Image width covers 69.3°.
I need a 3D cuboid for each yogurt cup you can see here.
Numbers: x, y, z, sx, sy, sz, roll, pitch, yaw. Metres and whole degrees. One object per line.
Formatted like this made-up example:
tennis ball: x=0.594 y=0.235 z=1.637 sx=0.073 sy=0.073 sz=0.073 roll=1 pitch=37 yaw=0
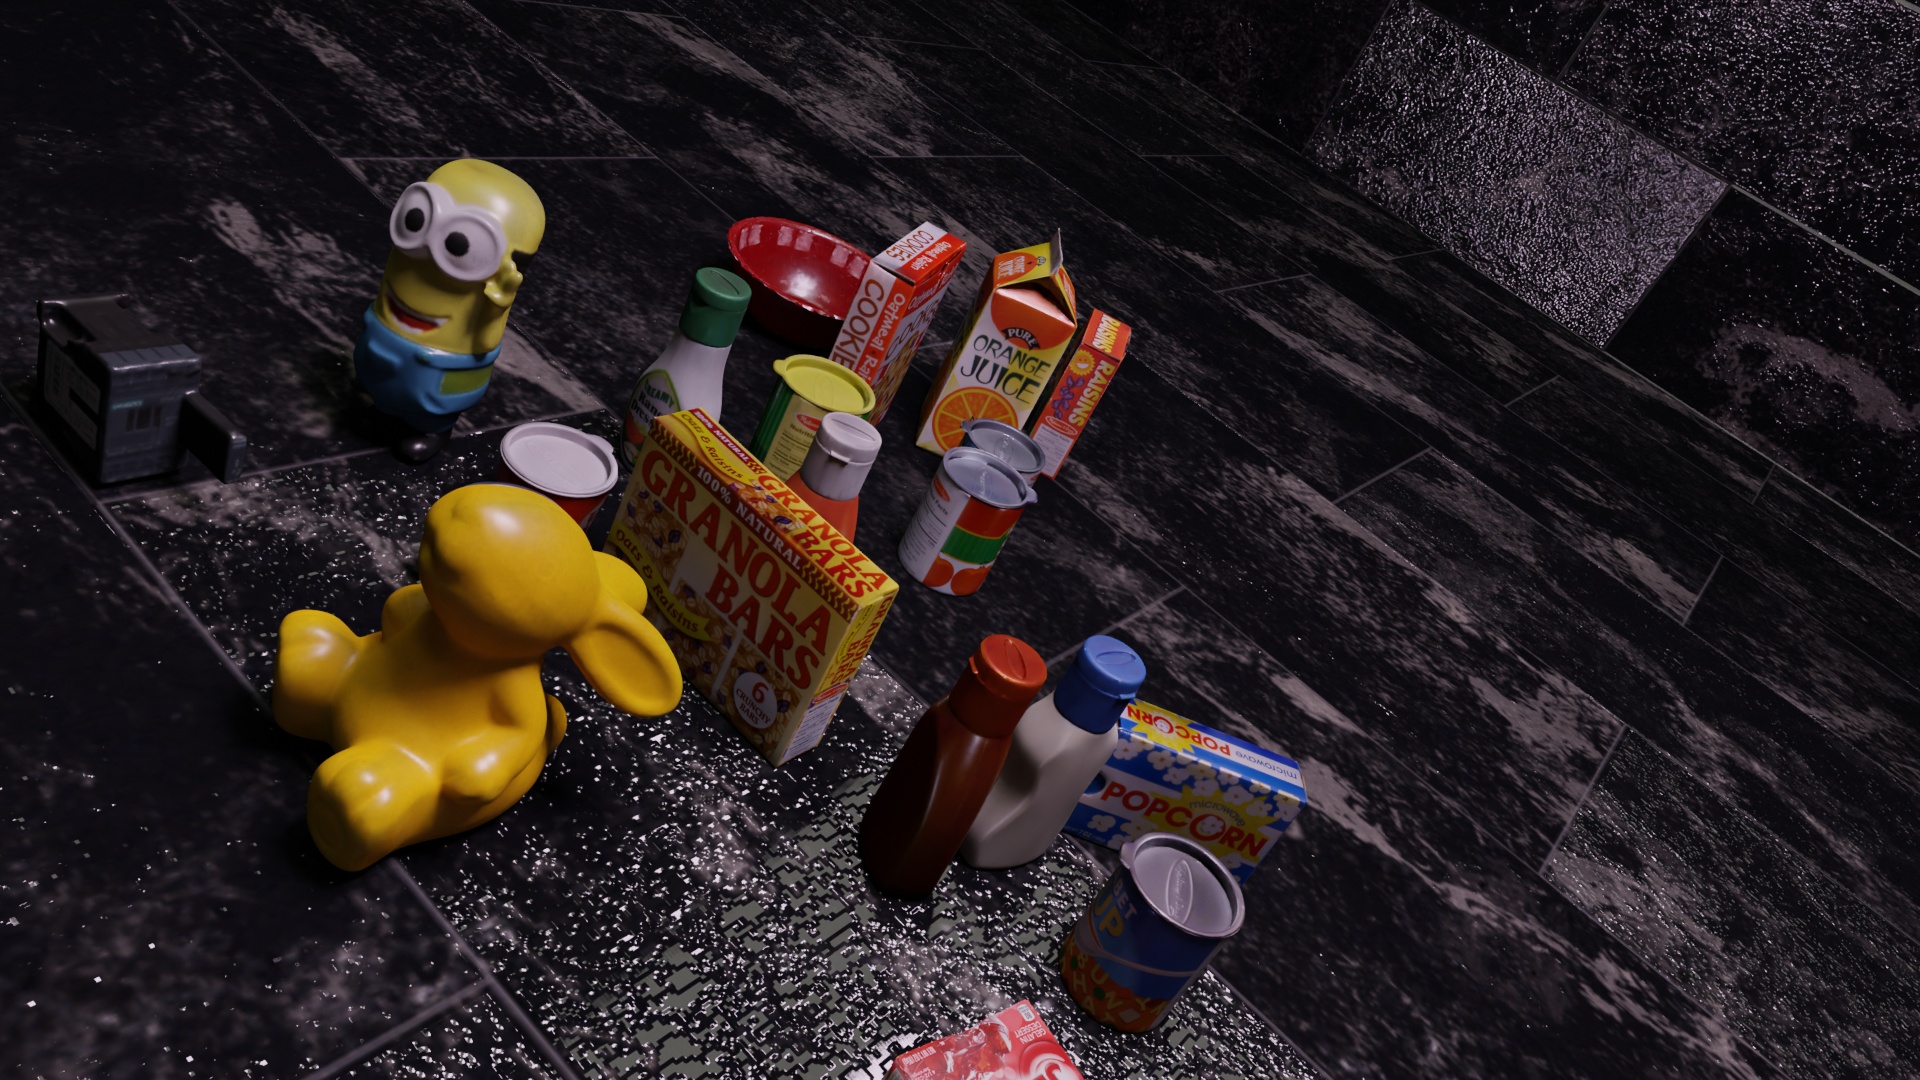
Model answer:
yogurt cup: x=-0.243 y=-0.029 z=0.822 sx=0.072 sy=0.053 sz=0.073 roll=21 pitch=31 yaw=-13

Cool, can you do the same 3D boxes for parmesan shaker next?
parmesan shaker: x=-0.110 y=-0.065 z=0.937 sx=0.071 sy=0.102 sz=0.072 roll=21 pitch=31 yaw=-13

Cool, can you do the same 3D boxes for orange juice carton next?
orange juice carton: x=0.036 y=-0.152 z=1.098 sx=0.073 sy=0.191 sz=0.072 roll=22 pitch=31 yaw=-10

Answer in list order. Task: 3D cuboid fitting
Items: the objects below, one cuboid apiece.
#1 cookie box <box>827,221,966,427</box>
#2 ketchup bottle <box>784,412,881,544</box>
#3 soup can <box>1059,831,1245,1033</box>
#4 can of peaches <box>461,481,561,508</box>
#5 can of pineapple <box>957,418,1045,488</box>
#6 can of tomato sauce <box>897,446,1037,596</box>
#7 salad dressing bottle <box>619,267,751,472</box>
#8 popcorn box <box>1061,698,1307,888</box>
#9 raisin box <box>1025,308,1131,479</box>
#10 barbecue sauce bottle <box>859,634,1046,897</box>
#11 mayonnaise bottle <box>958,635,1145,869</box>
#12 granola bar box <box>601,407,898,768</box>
cookie box: x=-0.060 y=-0.144 z=1.032 sx=0.040 sy=0.166 sz=0.123 roll=30 pitch=30 yaw=2
ketchup bottle: x=-0.091 y=-0.006 z=0.817 sx=0.065 sy=0.148 sz=0.044 roll=25 pitch=30 yaw=-6
soup can: x=0.095 y=0.202 z=0.720 sx=0.071 sy=0.083 sz=0.072 roll=21 pitch=31 yaw=-13
can of peaches: x=-0.249 y=0.012 z=0.752 sx=0.071 sy=0.057 sz=0.071 roll=21 pitch=31 yaw=-13
can of pineapple: x=0.022 y=-0.053 z=1.070 sx=0.071 sy=0.057 sz=0.071 roll=21 pitch=31 yaw=-13
can of tomato sauce: x=0.003 y=-0.012 z=0.968 sx=0.071 sy=0.082 sz=0.071 roll=21 pitch=31 yaw=-13
salad dressing bottle: x=-0.177 y=-0.105 z=0.899 sx=0.064 sy=0.147 sz=0.044 roll=43 pitch=33 yaw=23
popcorn box: x=0.128 y=0.151 z=0.823 sx=0.127 sy=0.084 sz=0.038 roll=22 pitch=31 yaw=-11
raisin box: x=0.096 y=-0.124 z=1.172 sx=0.040 sy=0.122 sz=0.086 roll=28 pitch=30 yaw=-1
barbecue sauce bottle: x=-0.005 y=0.113 z=0.709 sx=0.044 sy=0.147 sz=0.065 roll=14 pitch=33 yaw=-23
mayonnaise bottle: x=0.050 y=0.116 z=0.750 sx=0.065 sy=0.147 sz=0.041 roll=0 pitch=41 yaw=-40
granola bar box: x=-0.123 y=0.024 z=0.771 sx=0.166 sy=0.123 sz=0.039 roll=41 pitch=32 yaw=20
